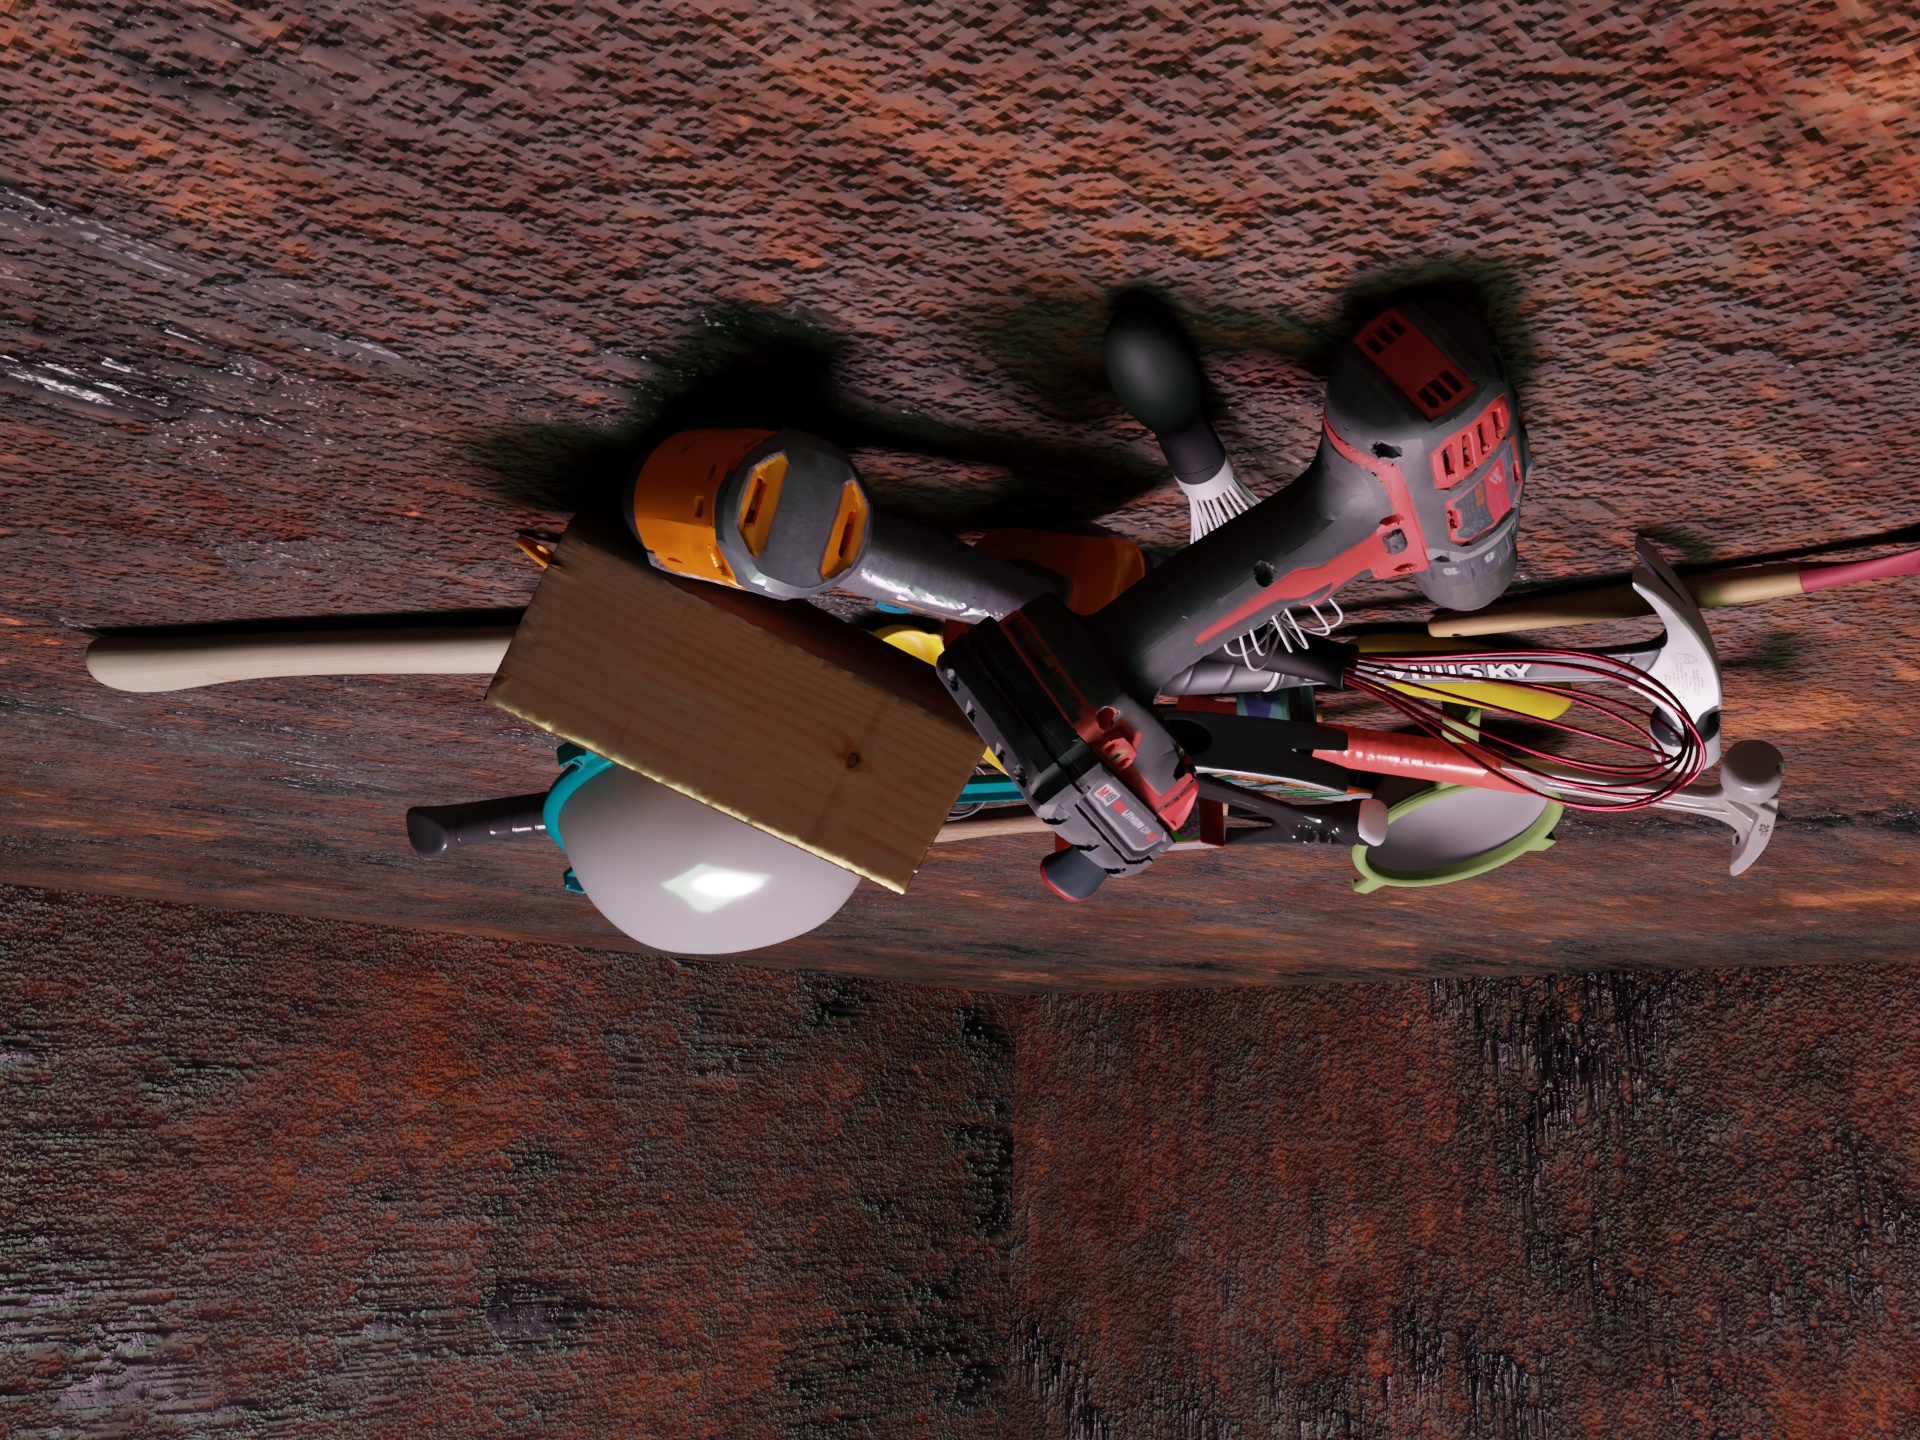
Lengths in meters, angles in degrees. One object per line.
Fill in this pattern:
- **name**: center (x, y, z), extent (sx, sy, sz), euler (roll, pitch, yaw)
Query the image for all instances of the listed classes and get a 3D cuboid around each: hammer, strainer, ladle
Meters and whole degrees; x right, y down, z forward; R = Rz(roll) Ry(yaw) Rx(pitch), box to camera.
- **hammer**: center (0.117, 0.030, 0.982), extent (0.336, 0.034, 0.127), euler (19, 165, -39)
- **strainer**: center (0.337, 0.029, 1.106), extent (0.151, 0.069, 0.256), euler (-15, 145, 6)
- **hammer**: center (0.308, 0.030, 0.991), extent (0.359, 0.037, 0.149), euler (9, 160, 22)
- **strainer**: center (-0.077, 0.081, 0.967), extent (0.340, 0.095, 0.211), euler (-3, 152, -14)
- **hammer**: center (-0.192, 0.049, 1.059), extent (0.334, 0.035, 0.146), euler (-7, -167, -22)
- **hammer**: center (0.111, 0.062, 0.953), extent (0.143, 0.038, 0.386), euler (5, 164, -2)
- **hammer**: center (0.188, -0.030, 0.867), extent (0.409, 0.036, 0.149), euler (0, 142, 27)
- **hammer**: center (-0.347, -0.044, 0.947), extent (0.410, 0.038, 0.146), euler (-1, 164, 14)
- **ladle**: center (0.383, -0.065, 0.776), extent (0.315, 0.031, 0.069), euler (-6, 161, 37)
- **hammer**: center (0.090, 0.074, 1.282), extent (0.331, 0.031, 0.130), euler (-6, -158, -1)

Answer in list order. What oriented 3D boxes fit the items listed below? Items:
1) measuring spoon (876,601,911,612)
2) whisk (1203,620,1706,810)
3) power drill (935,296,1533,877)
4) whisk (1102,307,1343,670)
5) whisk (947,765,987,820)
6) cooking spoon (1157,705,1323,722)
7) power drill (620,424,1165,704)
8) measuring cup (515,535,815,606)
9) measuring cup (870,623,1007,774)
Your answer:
- **measuring spoon**: center (-0.027, -0.074, 0.831), extent (0.042, 0.021, 0.128), euler (12, 174, -10)
- **whisk**: center (0.212, -0.022, 0.786), extent (0.296, 0.073, 0.073), euler (17, 174, 26)
- **power drill**: center (0.122, -0.041, 0.614), extent (0.226, 0.080, 0.187), euler (-39, 151, 7)
- **whisk**: center (0.110, -0.091, 0.663), extent (0.070, 0.070, 0.284), euler (-3, 161, 21)
- **whisk**: center (-0.085, 0.032, 1.204), extent (0.238, 0.055, 0.055), euler (14, 162, -24)
- **cooking spoon**: center (0.087, 0.001, 1.100), extent (0.319, 0.017, 0.068), euler (-1, 166, 15)
- **power drill**: center (-0.033, -0.068, 0.689), extent (0.226, 0.084, 0.164), euler (16, -179, -34)
- **measuring cup**: center (-0.139, -0.063, 0.812), extent (0.173, 0.052, 0.095), euler (33, -163, -14)
- **measuring cup**: center (-0.002, -0.003, 0.948), extent (0.156, 0.062, 0.029), euler (36, -178, -30)
